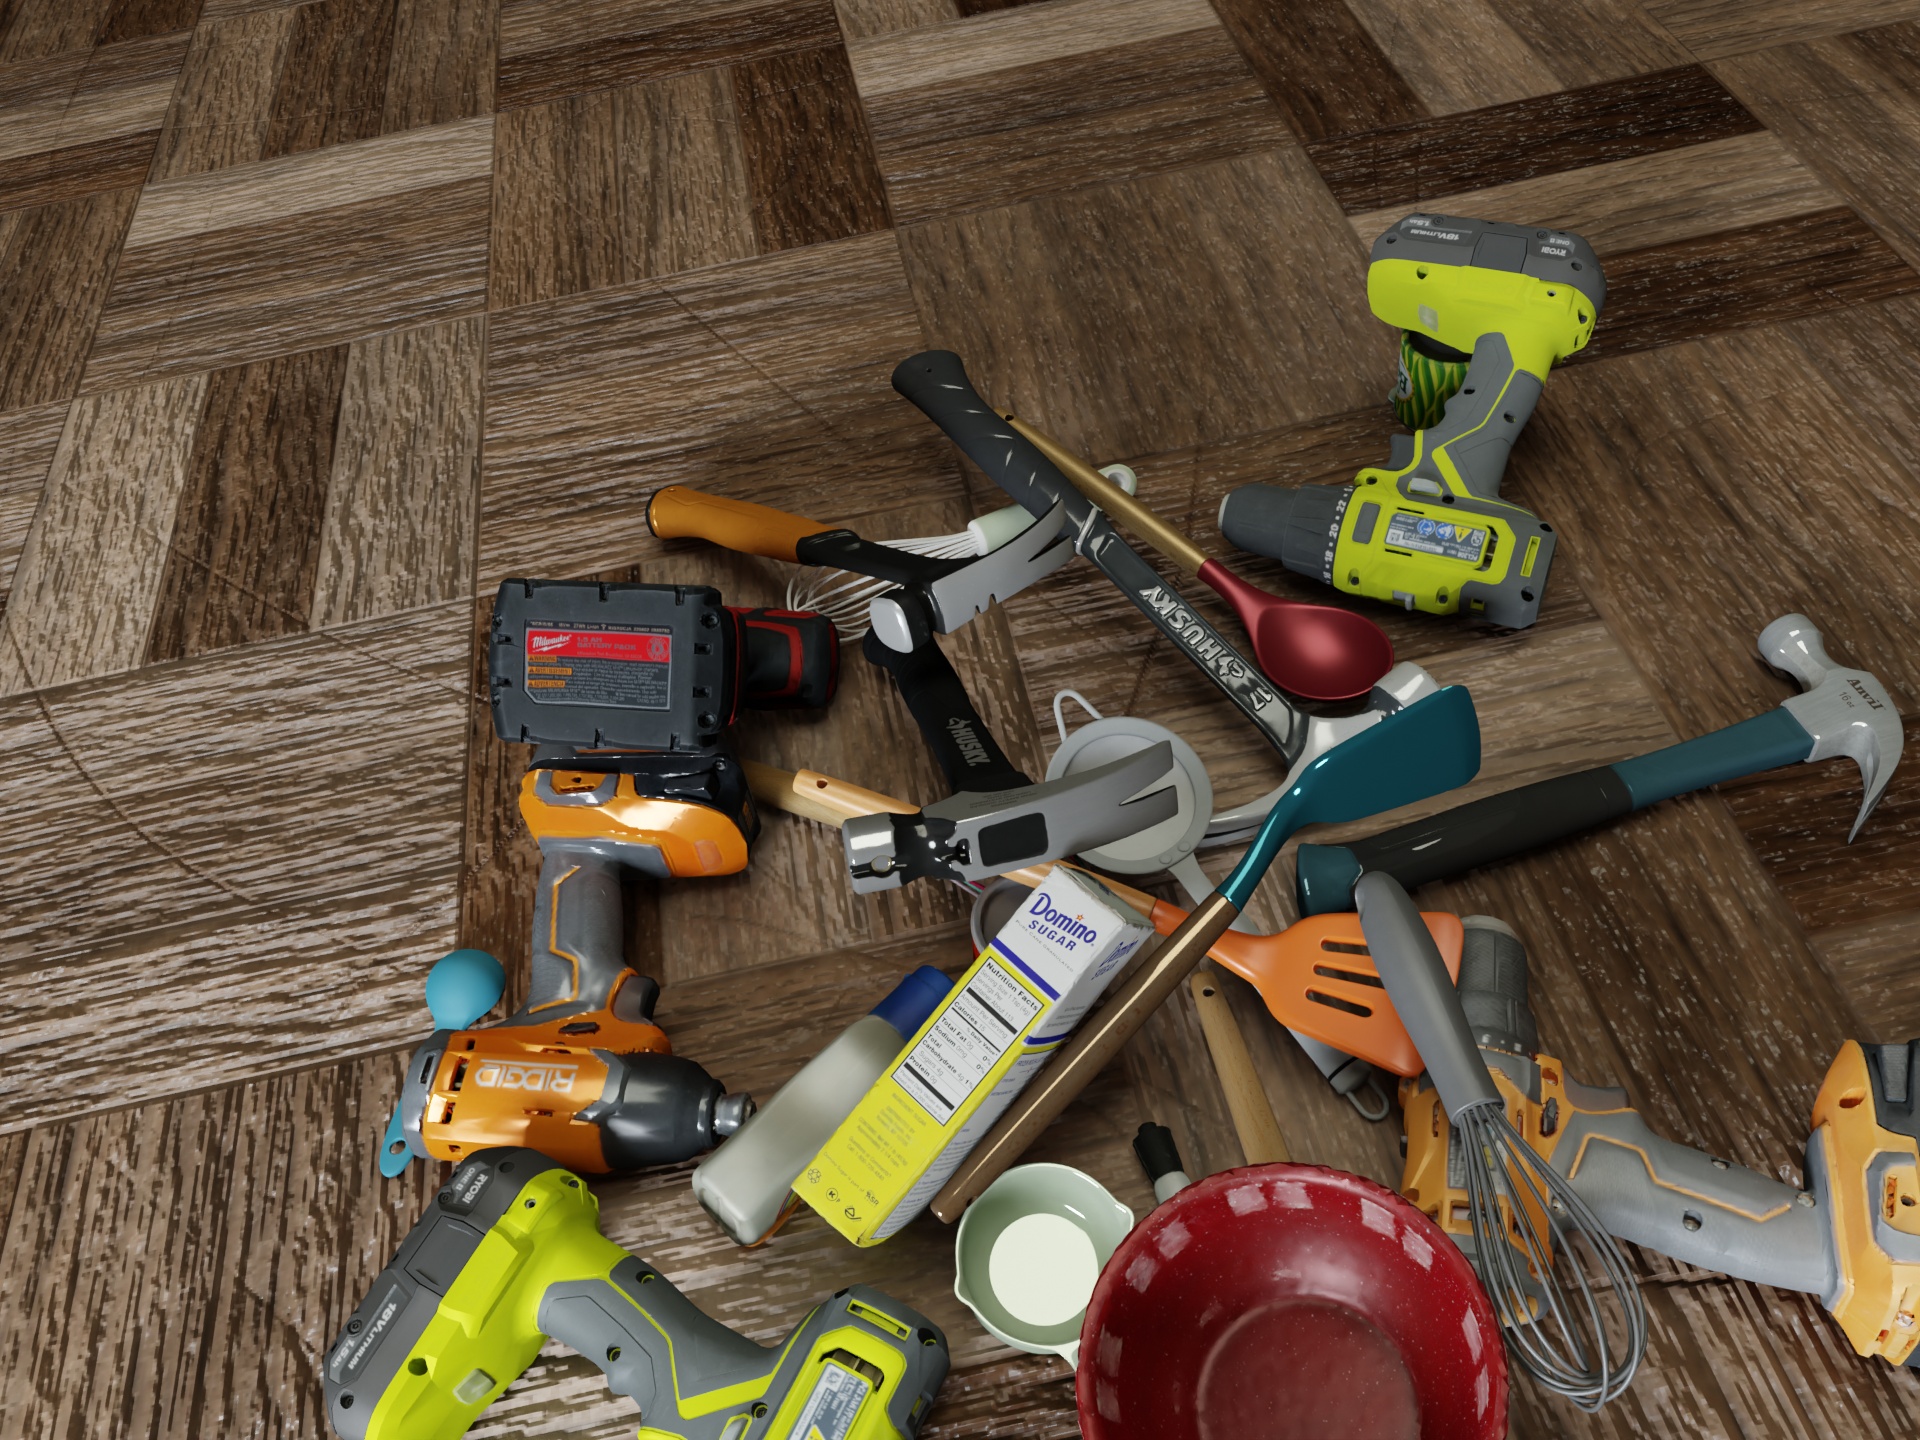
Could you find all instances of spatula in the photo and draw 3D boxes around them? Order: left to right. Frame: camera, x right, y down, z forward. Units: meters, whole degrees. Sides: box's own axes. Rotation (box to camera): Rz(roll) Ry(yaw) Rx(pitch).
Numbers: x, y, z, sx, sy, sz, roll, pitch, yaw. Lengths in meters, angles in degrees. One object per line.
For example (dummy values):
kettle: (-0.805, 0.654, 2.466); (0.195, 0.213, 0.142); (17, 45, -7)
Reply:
spatula: (0.068, 0.078, 0.749); (0.322, 0.041, 0.081); (20, 65, 11)
spatula: (0.106, 0.103, 0.693); (0.317, 0.082, 0.044); (-45, 53, -9)

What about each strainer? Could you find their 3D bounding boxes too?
strainer: (0.122, 0.090, 0.785); (0.087, 0.050, 0.259); (-29, 64, -17)

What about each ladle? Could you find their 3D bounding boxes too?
ladle: (0.127, -0.106, 0.956); (0.069, 0.031, 0.316); (-38, 61, -19)

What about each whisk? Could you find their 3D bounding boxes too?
whisk: (-0.031, 0.059, 0.859); (0.245, 0.051, 0.047); (15, 32, 26)
whisk: (0.004, -0.110, 0.994); (0.246, 0.059, 0.058); (-24, 86, -16)
whisk: (0.207, 0.155, 0.640); (0.055, 0.055, 0.239); (-13, 48, -2)

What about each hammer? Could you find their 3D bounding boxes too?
hammer: (-0.085, -0.109, 0.940); (0.127, 0.034, 0.337); (-32, 31, -29)
hammer: (-0.001, -0.003, 0.805); (0.146, 0.035, 0.335); (-11, 19, -7)
hammer: (0.083, -0.095, 0.928); (0.149, 0.036, 0.409); (-38, 59, -6)
hammer: (0.325, 0.038, 0.818); (0.331, 0.033, 0.128); (-17, 48, -5)

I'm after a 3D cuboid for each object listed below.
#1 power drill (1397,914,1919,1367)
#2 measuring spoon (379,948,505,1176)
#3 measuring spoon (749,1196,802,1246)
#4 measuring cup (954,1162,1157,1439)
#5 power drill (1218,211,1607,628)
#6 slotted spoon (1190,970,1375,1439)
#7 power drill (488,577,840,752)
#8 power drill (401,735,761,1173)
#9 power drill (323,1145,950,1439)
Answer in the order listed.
power drill: (0.304, 0.171, 0.678); (0.226, 0.084, 0.185); (2, 49, 17)
measuring spoon: (-0.269, 0.168, 0.808); (0.042, 0.021, 0.129); (2, 49, 11)
measuring spoon: (-0.067, 0.201, 0.757); (0.021, 0.011, 0.117); (29, 62, 20)
measuring cup: (0.054, 0.269, 0.666); (0.083, 0.038, 0.168); (-22, 64, -11)
power drill: (0.272, -0.178, 0.945); (0.191, 0.080, 0.228); (16, 80, 21)
slotted spoon: (0.152, 0.236, 0.679); (0.070, 0.031, 0.314); (-16, 47, 0)
power drill: (-0.177, -0.034, 0.862); (0.188, 0.226, 0.080); (3, 94, 8)
power drill: (-0.167, 0.117, 0.801); (0.164, 0.084, 0.227); (3, 54, 9)
power drill: (-0.138, 0.285, 0.652); (0.223, 0.080, 0.171); (20, 57, 20)
